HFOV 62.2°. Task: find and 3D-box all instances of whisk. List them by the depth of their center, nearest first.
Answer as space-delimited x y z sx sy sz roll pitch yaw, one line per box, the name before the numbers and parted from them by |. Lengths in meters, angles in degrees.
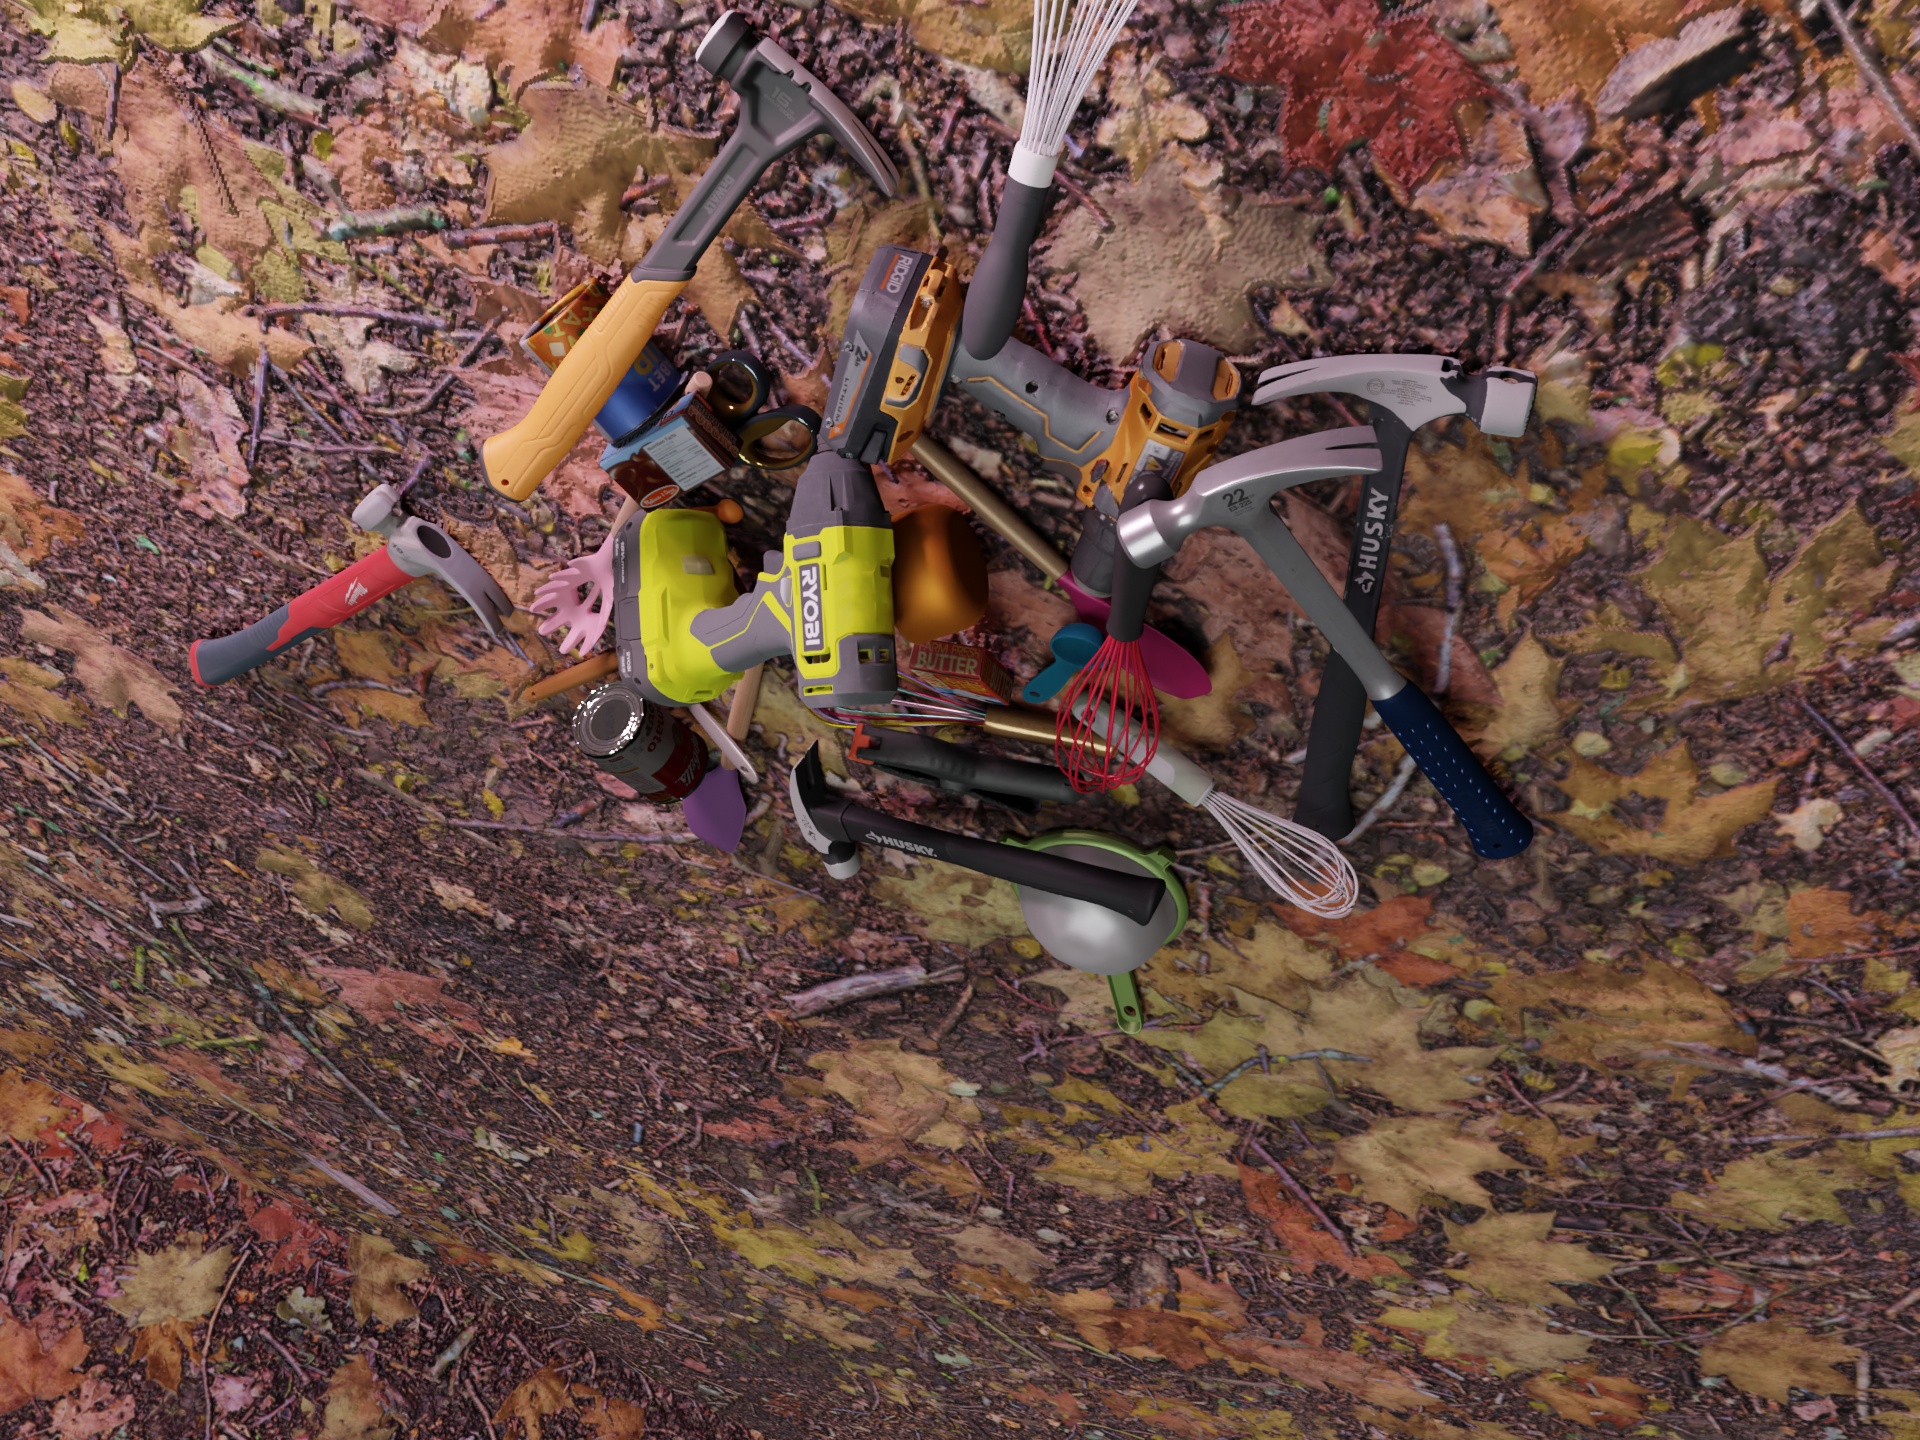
whisk | 0.044 -0.304 0.778 0.070 0.070 0.284 21 128 3
whisk | 0.102 -0.046 1.007 0.073 0.073 0.295 16 144 9
whisk | 0.179 0.057 1.127 0.246 0.059 0.057 37 135 6
whisk | -0.002 -0.002 1.183 0.245 0.047 0.051 11 138 9

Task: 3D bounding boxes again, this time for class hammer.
hammer | -0.182 -0.243 0.942 0.127 0.034 0.337 38 122 -17
hammer | 0.261 -0.027 0.969 0.144 0.035 0.405 -24 134 28
hammer | 0.245 -0.057 1.007 0.149 0.036 0.408 13 139 15
hammer | 0.007 0.101 1.249 0.335 0.035 0.146 12 140 32
hammer | -0.541 -0.081 1.358 0.386 0.038 0.143 -18 127 39

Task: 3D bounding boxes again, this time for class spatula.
spatula | -0.254 -0.054 1.247 0.322 0.041 0.081 -17 104 40
spatula | -0.189 0.020 1.314 0.060 0.018 0.315 27 141 2

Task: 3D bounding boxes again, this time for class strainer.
strainer | 0.117 0.199 1.323 0.151 0.069 0.256 3 134 23

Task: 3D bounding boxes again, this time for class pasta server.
pasta server | -0.239 -0.143 1.132 0.060 0.040 0.316 43 140 -2

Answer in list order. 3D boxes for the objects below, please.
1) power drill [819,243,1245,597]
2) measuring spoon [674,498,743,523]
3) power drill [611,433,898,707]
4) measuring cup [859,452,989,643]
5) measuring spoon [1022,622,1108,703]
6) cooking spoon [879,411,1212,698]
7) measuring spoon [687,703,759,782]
power drill | 0.035 -0.170 0.954 0.226 0.084 0.185 19 140 -3
measuring spoon | -0.206 -0.142 1.149 0.117 0.011 0.021 -6 132 31
power drill | -0.132 -0.090 1.041 0.223 0.080 0.171 -4 89 44
measuring cup | -0.030 -0.136 1.033 0.052 0.095 0.173 -12 109 20
measuring spoon | 0.071 -0.041 1.117 0.042 0.021 0.128 24 157 -9
cooking spoon | 0.049 -0.115 1.050 0.318 0.017 0.069 40 154 -18
measuring spoon | -0.208 0.007 1.288 0.124 0.018 0.034 50 143 -9
